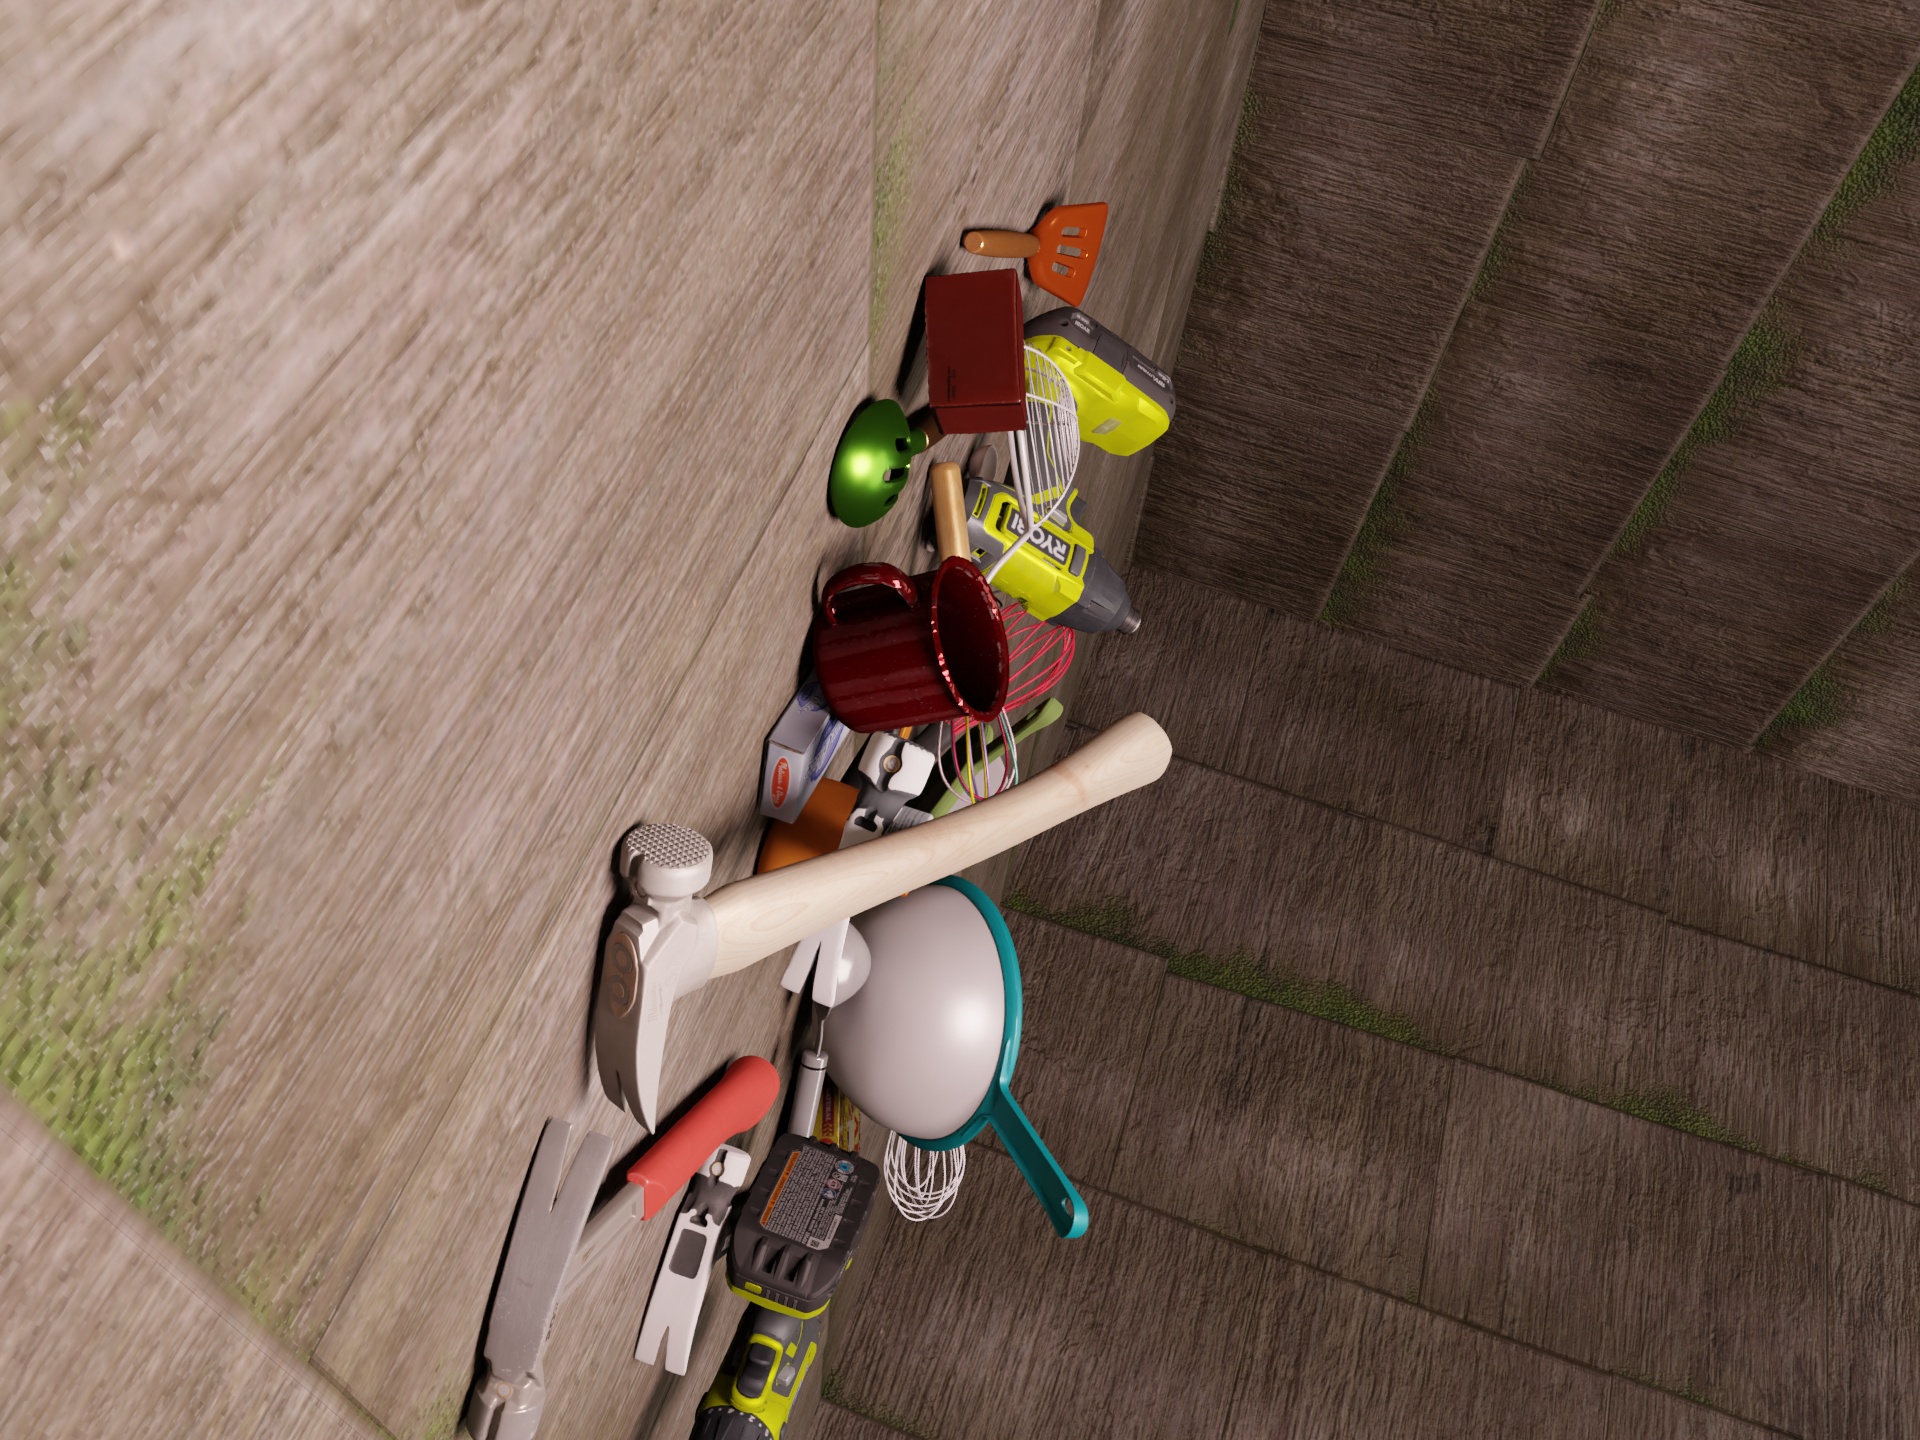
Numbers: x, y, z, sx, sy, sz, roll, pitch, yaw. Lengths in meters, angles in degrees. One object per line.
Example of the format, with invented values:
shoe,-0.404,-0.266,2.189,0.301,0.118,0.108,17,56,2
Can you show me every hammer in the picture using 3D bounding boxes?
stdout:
hammer,-0.159,0.235,0.856,0.359,0.037,0.149,-23,131,-80
hammer,-0.016,0.075,0.830,0.410,0.038,0.146,-19,129,-48
hammer,-0.033,0.090,1.021,0.409,0.036,0.149,26,87,-82
hammer,-0.165,0.376,1.173,0.334,0.035,0.146,73,34,-78

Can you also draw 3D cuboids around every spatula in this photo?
spatula,0.051,-0.322,1.085,0.323,0.041,0.081,-51,158,-70

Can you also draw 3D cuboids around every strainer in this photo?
strainer,-0.024,0.250,1.160,0.341,0.095,0.211,48,-59,50
strainer,0.025,0.058,1.299,0.256,0.069,0.151,-39,-166,49
strainer,-0.103,0.239,1.158,0.087,0.050,0.258,-143,-116,-72

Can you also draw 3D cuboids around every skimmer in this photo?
skimmer,-0.031,-0.070,1.009,0.363,0.090,0.127,-58,-178,3

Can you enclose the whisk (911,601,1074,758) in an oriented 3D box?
whisk,-0.002,-0.004,1.195,0.296,0.073,0.073,-44,158,-35

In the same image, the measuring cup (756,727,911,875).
measuring cup,-0.071,0.039,0.959,0.095,0.052,0.174,73,37,-76

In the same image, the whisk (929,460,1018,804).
whisk,0.004,-0.052,1.080,0.047,0.051,0.245,-16,103,-47

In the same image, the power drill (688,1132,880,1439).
power drill,-0.131,0.417,1.080,0.191,0.080,0.228,-61,168,-65

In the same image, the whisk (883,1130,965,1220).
whisk,-0.025,0.262,1.290,0.070,0.070,0.284,18,75,-83

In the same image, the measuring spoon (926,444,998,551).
measuring spoon,-0.003,-0.165,1.182,0.034,0.018,0.124,83,29,-42

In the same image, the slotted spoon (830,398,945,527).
slotted spoon,-0.021,-0.174,0.953,0.314,0.031,0.070,-59,162,-67

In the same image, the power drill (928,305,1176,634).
power drill,0.081,-0.179,1.181,0.080,0.171,0.223,-28,-141,53

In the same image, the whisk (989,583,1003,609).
whisk,-0.012,-0.086,1.157,0.239,0.055,0.055,-37,144,-71
